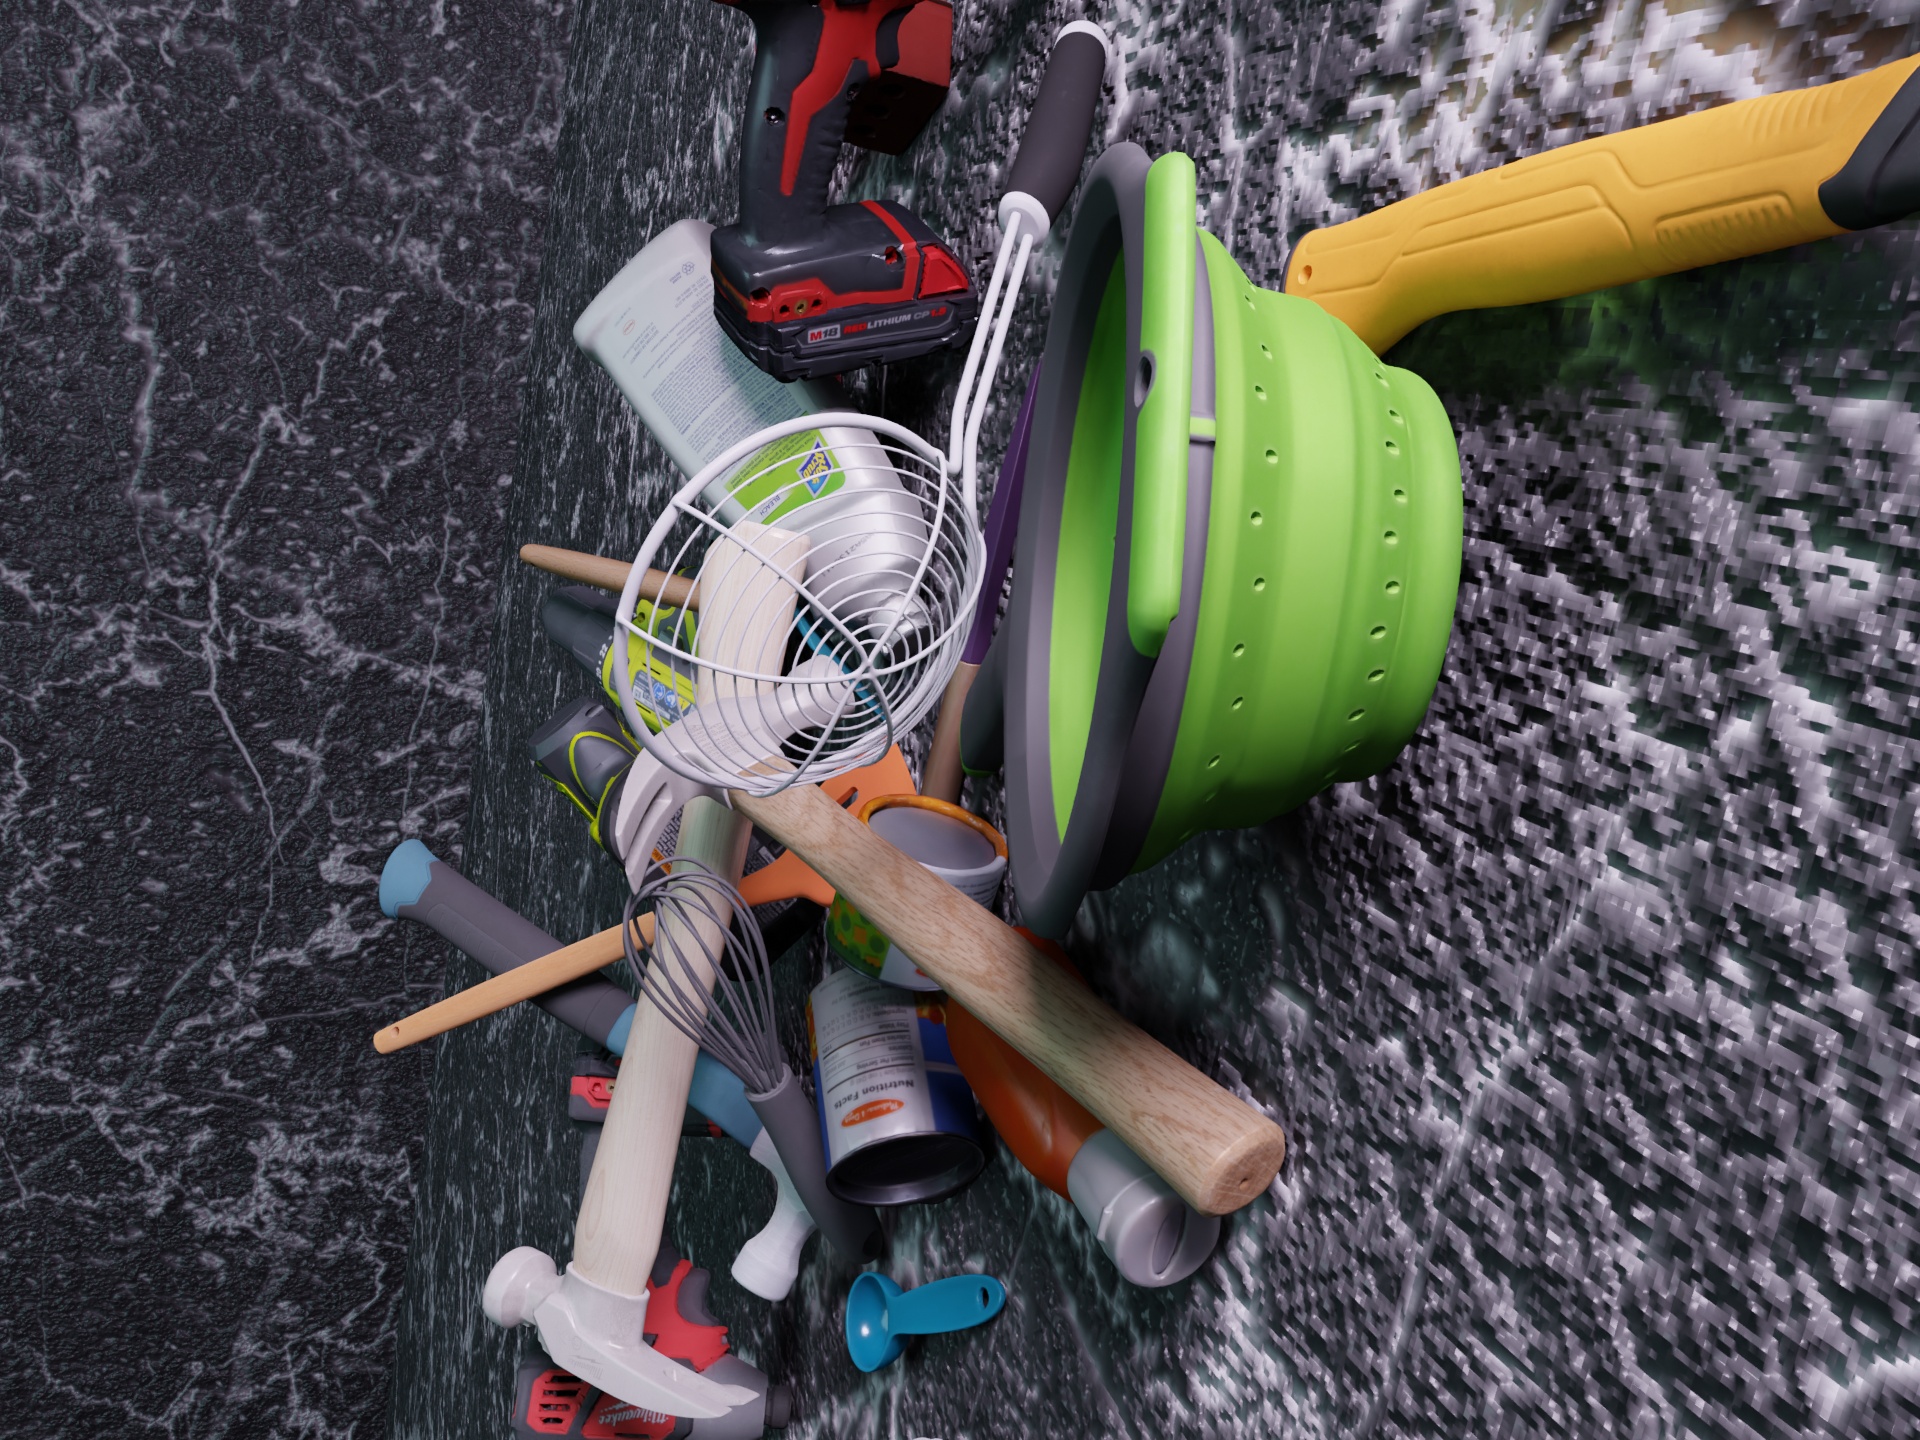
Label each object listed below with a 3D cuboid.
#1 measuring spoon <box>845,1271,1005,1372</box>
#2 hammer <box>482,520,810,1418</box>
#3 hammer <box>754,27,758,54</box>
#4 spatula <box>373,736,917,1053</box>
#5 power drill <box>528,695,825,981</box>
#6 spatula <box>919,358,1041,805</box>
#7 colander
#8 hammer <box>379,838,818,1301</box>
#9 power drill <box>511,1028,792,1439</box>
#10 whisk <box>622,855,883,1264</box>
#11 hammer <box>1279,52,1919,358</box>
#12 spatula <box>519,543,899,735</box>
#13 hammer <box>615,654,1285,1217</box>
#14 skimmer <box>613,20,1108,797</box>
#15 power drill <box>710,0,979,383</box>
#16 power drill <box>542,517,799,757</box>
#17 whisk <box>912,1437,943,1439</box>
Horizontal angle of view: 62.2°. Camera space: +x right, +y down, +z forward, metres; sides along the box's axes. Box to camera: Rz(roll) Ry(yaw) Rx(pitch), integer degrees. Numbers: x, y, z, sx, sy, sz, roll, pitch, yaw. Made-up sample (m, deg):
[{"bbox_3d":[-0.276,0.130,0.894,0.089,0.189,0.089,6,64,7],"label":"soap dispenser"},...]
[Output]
[{"bbox_3d":[-0.011,0.252,0.679,0.128,0.021,0.042,-36,50,49],"label":"measuring spoon"},{"bbox_3d":[-0.121,0.113,0.746,0.146,0.038,0.410,14,94,27],"label":"hammer"},{"bbox_3d":[-0.103,-0.334,0.886,0.386,0.038,0.143,171,102,-83],"label":"hammer"},{"bbox_3d":[-0.162,0.103,0.802,0.041,0.322,0.081,49,-161,-62],"label":"spatula"},{"bbox_3d":[-0.167,0.072,0.943,0.080,0.171,0.223,-43,21,-14],"label":"power drill"},{"bbox_3d":[-0.001,-0.002,0.706,0.060,0.018,0.315,-77,0,-72],"label":"spatula"},{"bbox_3d":[0.062,-0.026,0.503,0.397,0.094,0.204,116,158,-77],"label":"colander"},{"bbox_3d":[-0.187,0.154,0.832,0.331,0.033,0.128,27,80,24],"label":"hammer"},{"bbox_3d":[-0.154,0.281,0.858,0.078,0.143,0.220,110,165,-71],"label":"power drill"},{"bbox_3d":[-0.083,0.157,0.699,0.238,0.055,0.055,67,172,-29],"label":"whisk"},{"bbox_3d":[0.170,-0.119,0.317,0.337,0.034,0.127,-166,82,-67],"label":"hammer"},{"bbox_3d":[-0.153,-0.061,0.871,0.318,0.082,0.044,16,69,39],"label":"spatula"},{"bbox_3d":[-0.018,0.069,0.573,0.332,0.130,0.031,33,143,45],"label":"hammer"},{"bbox_3d":[-0.017,-0.136,0.567,0.127,0.090,0.364,60,-144,-45],"label":"skimmer"},{"bbox_3d":[-0.032,-0.279,0.707,0.080,0.188,0.226,52,150,42],"label":"power drill"},{"bbox_3d":[-0.161,-0.100,0.949,0.191,0.080,0.228,30,116,25],"label":"power drill"},{"bbox_3d":[0.026,0.277,0.533,0.284,0.070,0.070,-39,49,53],"label":"whisk"}]
